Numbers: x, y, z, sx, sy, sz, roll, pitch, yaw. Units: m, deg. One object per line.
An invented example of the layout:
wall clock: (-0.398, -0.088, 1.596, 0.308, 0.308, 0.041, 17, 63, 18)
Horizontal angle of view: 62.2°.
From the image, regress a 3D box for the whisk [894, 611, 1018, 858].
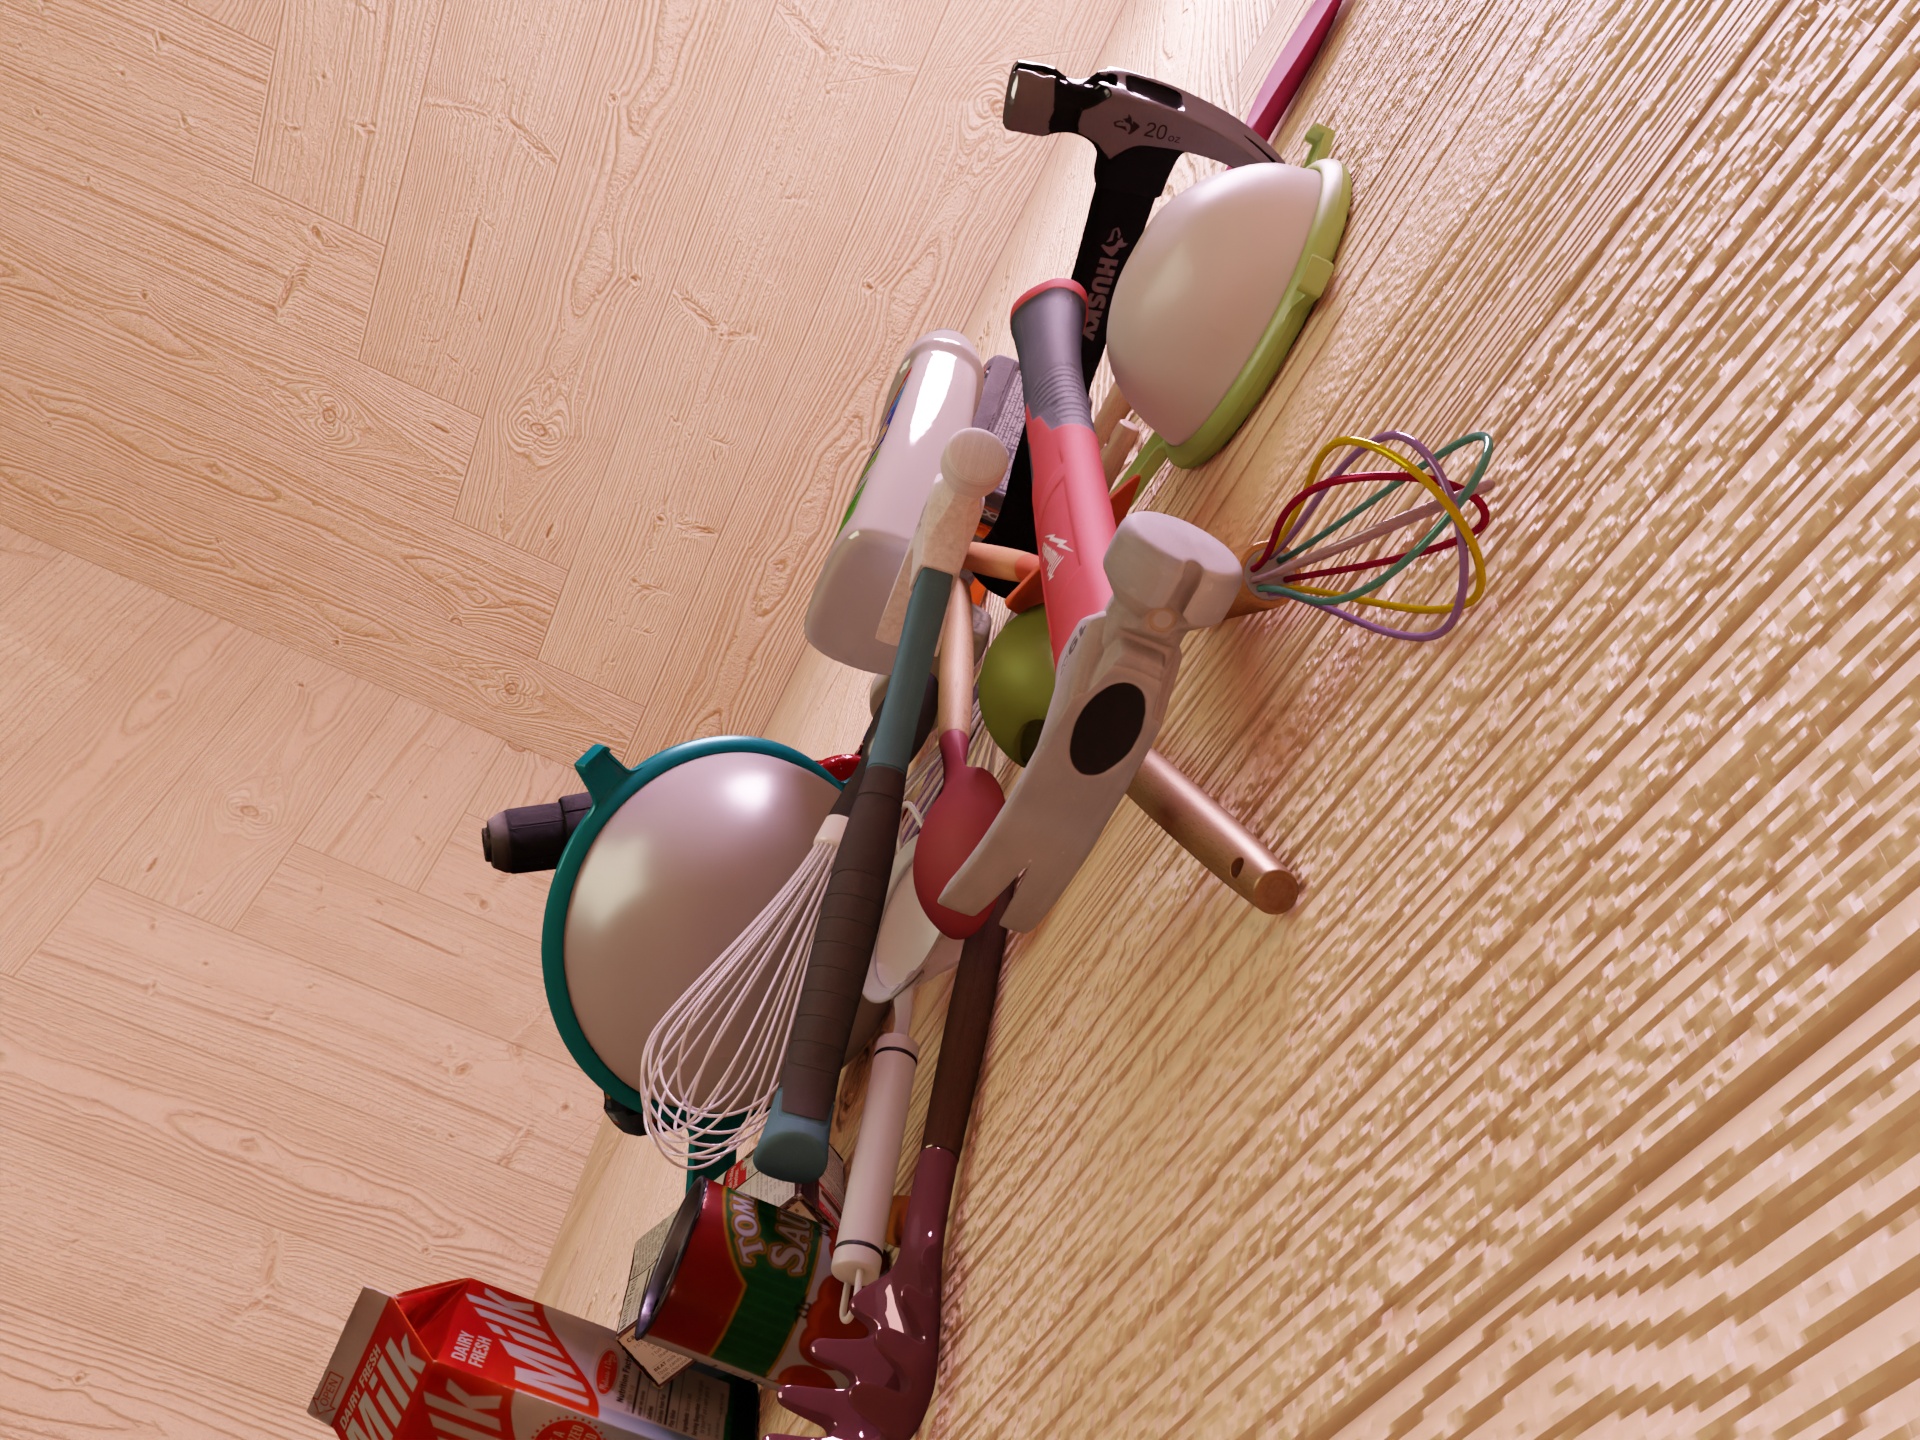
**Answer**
whisk: (0.017, -0.010, 0.842, 0.246, 0.058, 0.059, -64, -23, -16)

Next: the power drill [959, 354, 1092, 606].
power drill: (0.016, -0.153, 1.116, 0.226, 0.084, 0.164, 123, 169, -62)

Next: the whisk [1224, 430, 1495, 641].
whisk: (0.099, -0.050, 0.482, 0.245, 0.047, 0.051, 177, 116, -83)

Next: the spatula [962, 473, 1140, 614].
spatula: (0.023, -0.087, 0.826, 0.081, 0.041, 0.323, -44, 15, -4)

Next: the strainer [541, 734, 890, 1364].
strainer: (-0.107, 0.178, 0.830, 0.095, 0.210, 0.340, 1, 86, 52)

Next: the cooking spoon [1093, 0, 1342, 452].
cooking spoon: (0.141, -0.280, 0.907, 0.318, 0.017, 0.069, -62, 9, 18)

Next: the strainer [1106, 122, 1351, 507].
strainer: (0.086, -0.163, 0.755, 0.256, 0.069, 0.152, -55, 14, 42)

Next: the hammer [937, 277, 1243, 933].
hammer: (0.035, -0.083, 0.625, 0.387, 0.038, 0.143, -90, 24, -59)

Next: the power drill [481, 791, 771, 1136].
power drill: (-0.201, 0.146, 1.019, 0.084, 0.185, 0.226, 150, 113, -67)

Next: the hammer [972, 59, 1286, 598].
hammer: (0.065, -0.190, 0.872, 0.334, 0.146, 0.035, 107, 168, -48)

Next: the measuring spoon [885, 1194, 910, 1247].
measuring spoon: (-0.033, 0.206, 0.664, 0.117, 0.011, 0.021, 139, 154, -69)

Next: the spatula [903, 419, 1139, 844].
spatula: (0.027, -0.041, 0.946, 0.060, 0.018, 0.315, -81, 17, -59)

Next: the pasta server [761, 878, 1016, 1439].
pasta server: (-0.010, 0.143, 0.616, 0.060, 0.040, 0.316, -44, 19, 36)

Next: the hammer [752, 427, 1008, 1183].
hammer: (-0.037, 0.037, 0.712, 0.128, 0.033, 0.331, 121, 163, -66)

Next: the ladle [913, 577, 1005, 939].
ladle: (-0.001, -0.002, 0.773, 0.069, 0.031, 0.316, -61, 13, 26)

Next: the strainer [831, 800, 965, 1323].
strainer: (-0.026, 0.139, 0.690, 0.087, 0.050, 0.259, -45, 23, 38)

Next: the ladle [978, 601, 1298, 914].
ladle: (0.063, 0.012, 0.570, 0.078, 0.062, 0.320, -64, 16, 8)

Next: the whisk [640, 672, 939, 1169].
whisk: (-0.071, 0.084, 0.765, 0.285, 0.070, 0.070, -63, 6, -32)
